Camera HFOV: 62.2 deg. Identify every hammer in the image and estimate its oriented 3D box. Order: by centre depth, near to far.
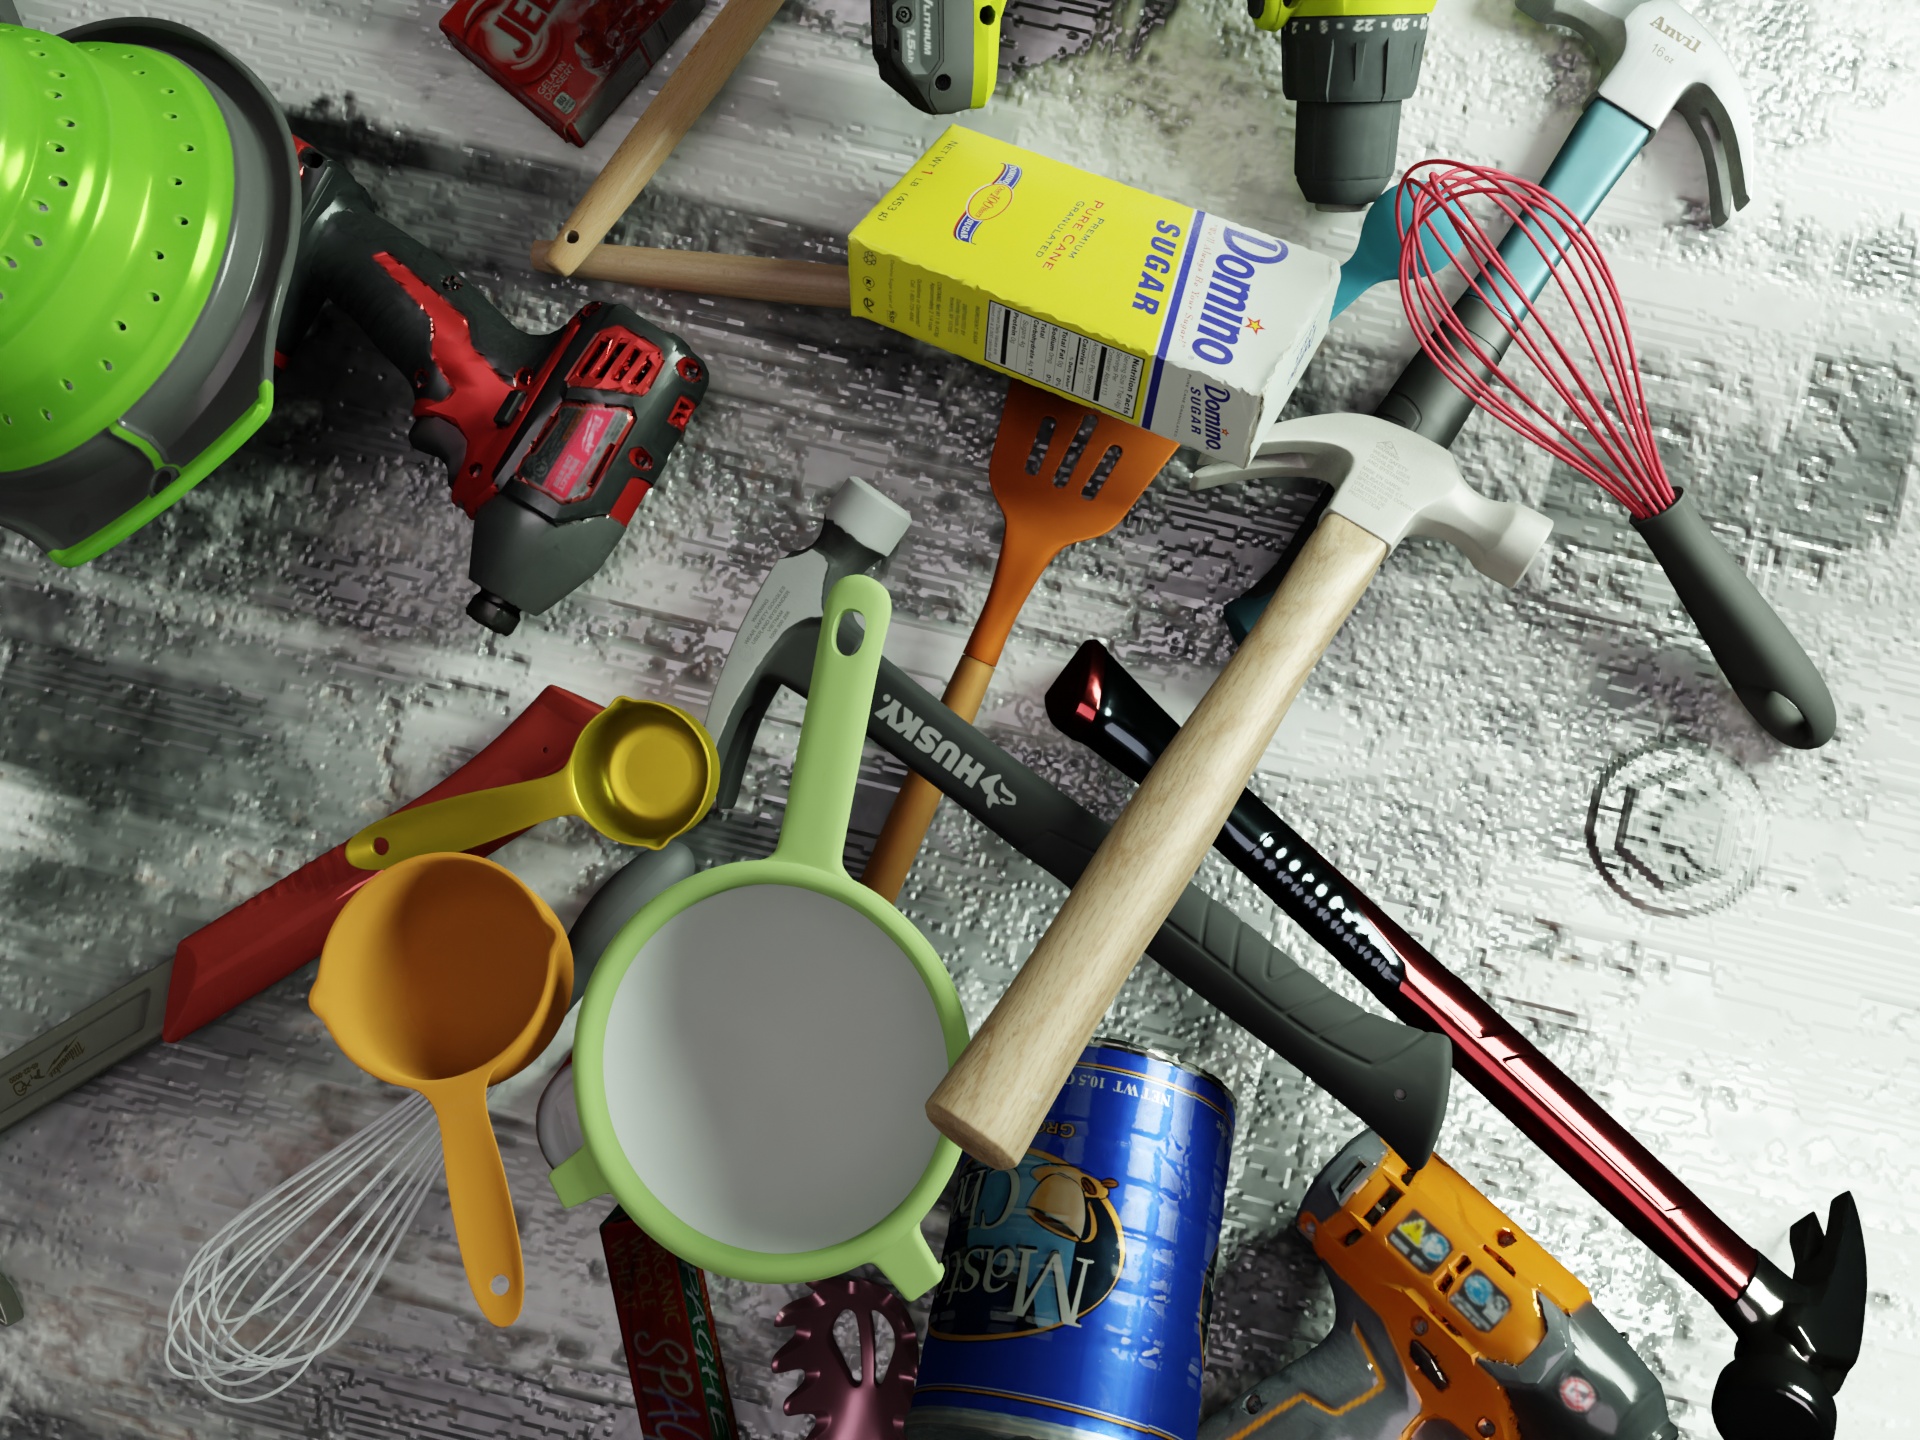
[{"bbox_3d":[0.089,0.012,0.576,0.130,0.031,0.331,32,67,10],"label":"hammer"},{"bbox_3d":[0.041,0.054,0.611,0.335,0.035,0.146,37,96,17],"label":"hammer"},{"bbox_3d":[0.189,0.102,0.635,0.386,0.143,0.038,44,126,13],"label":"hammer"},{"bbox_3d":[-0.288,0.102,0.660,0.359,0.036,0.149,-31,87,-1],"label":"hammer"},{"bbox_3d":[0.213,-0.160,0.670,0.128,0.033,0.331,34,88,4],"label":"hammer"}]

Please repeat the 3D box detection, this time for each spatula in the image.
[{"bbox_3d":[-0.001,-0.002,0.670,0.081,0.041,0.322,24,91,3],"label":"spatula"},{"bbox_3d":[-0.082,-0.320,0.672,0.082,0.044,0.317,34,84,0],"label":"spatula"},{"bbox_3d":[-0.026,-0.186,0.682,0.316,0.018,0.060,5,83,0],"label":"spatula"}]

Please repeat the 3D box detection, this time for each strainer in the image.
[{"bbox_3d":[-0.054,0.075,0.599,0.151,0.069,0.256,10,88,13],"label":"strainer"}]

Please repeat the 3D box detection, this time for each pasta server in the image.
[{"bbox_3d":[-0.037,0.378,0.639,0.060,0.040,0.316,-3,88,13],"label":"pasta server"}]

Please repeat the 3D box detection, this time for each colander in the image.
[{"bbox_3d":[-0.390,-0.246,0.602,0.204,0.094,0.397,-34,69,9],"label":"colander"}]

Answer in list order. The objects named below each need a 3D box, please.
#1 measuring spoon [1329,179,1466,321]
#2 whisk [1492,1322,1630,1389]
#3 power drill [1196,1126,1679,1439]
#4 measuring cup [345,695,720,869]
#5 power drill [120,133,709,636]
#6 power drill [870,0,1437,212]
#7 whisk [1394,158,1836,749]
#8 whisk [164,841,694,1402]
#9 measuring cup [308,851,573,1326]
[{"bbox_3d":[0.150,-0.178,0.655,0.128,0.021,0.042,-36,68,8],"label":"measuring spoon"},{"bbox_3d":[0.172,0.318,0.636,0.239,0.055,0.055,-41,87,2],"label":"whisk"},{"bbox_3d":[0.148,0.286,0.592,0.226,0.084,0.164,-48,53,-2],"label":"power drill"},{"bbox_3d":[-0.170,0.033,0.635,0.156,0.029,0.062,-15,88,9],"label":"measuring cup"},{"bbox_3d":[-0.230,-0.139,0.656,0.219,0.078,0.143,29,88,0],"label":"power drill"},{"bbox_3d":[0.081,-0.299,0.629,0.228,0.080,0.190,-4,114,-8],"label":"power drill"},{"bbox_3d":[0.265,-0.100,0.629,0.073,0.073,0.295,-41,103,-2],"label":"whisk"},{"bbox_3d":[-0.209,0.158,0.649,0.070,0.070,0.284,42,83,3],"label":"whisk"},{"bbox_3d":[-0.182,0.138,0.600,0.095,0.052,0.174,-16,74,-4],"label":"measuring cup"}]
